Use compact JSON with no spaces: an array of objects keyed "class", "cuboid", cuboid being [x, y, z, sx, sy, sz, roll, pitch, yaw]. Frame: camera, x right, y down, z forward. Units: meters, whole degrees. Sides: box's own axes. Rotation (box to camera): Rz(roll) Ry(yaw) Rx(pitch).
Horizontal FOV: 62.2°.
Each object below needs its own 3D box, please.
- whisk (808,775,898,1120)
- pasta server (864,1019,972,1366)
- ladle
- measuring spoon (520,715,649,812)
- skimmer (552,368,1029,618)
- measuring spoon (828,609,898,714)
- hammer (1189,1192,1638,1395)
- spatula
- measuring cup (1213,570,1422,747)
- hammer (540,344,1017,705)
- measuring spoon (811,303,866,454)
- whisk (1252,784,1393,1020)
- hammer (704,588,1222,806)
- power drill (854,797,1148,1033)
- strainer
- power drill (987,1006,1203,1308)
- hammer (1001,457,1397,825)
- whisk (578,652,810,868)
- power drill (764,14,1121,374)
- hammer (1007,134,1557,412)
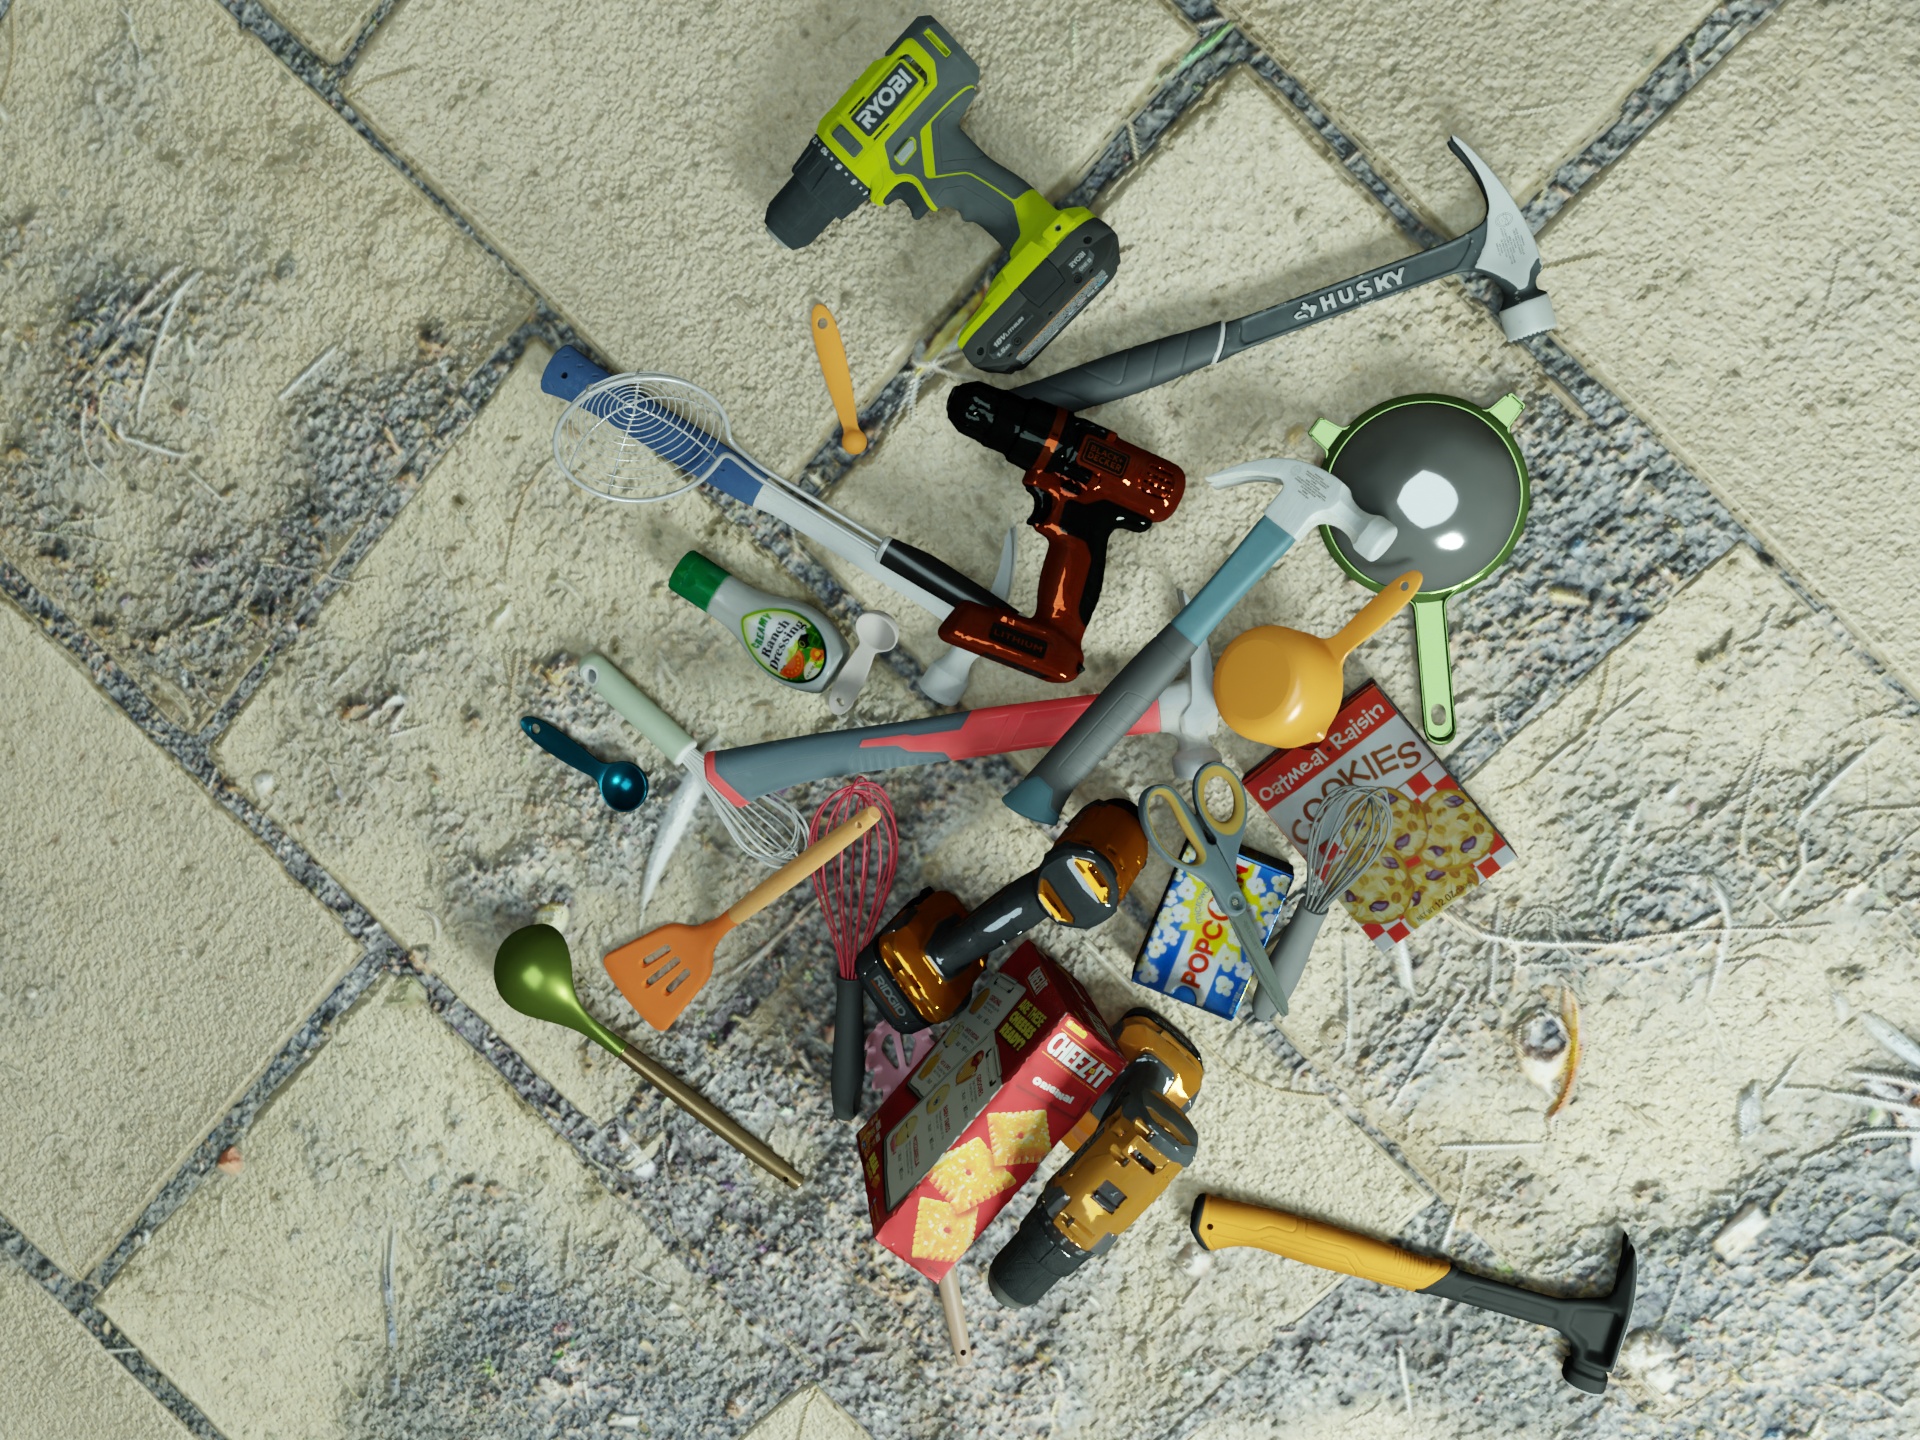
[{"class":"whisk","cuboid":[-0.088,0.186,1.269,0.073,0.073,0.295,5,106,9]},{"class":"pasta server","cuboid":[-0.025,0.386,1.301,0.060,0.040,0.316,-12,99,-6]},{"class":"ladle","cuboid":[-0.257,0.285,1.330,0.320,0.062,0.078,39,112,-5]},{"class":"measuring spoon","cuboid":[-0.307,0.031,1.306,0.129,0.021,0.042,31,103,13]},{"class":"skimmer","cuboid":[-0.121,-0.140,1.166,0.363,0.090,0.127,31,136,1]},{"class":"measuring spoon","cuboid":[-0.076,-0.045,1.224,0.034,0.018,0.124,34,138,1]},{"class":"hammer","cuboid":[0.348,0.422,1.242,0.337,0.034,0.127,13,102,8]},{"class":"spatula","cuboid":[-0.169,0.149,1.255,0.322,0.041,0.081,-37,92,37]},{"class":"measuring cup","cuboid":[0.253,-0.052,1.136,0.173,0.052,0.095,-45,55,30]},{"class":"hammer","cuboid":[-0.141,-0.176,1.228,0.405,0.035,0.144,32,104,4]},{"class":"measuring spoon","cuboid":[-0.095,-0.261,1.217,0.021,0.011,0.117,-13,97,12]},{"class":"whisk","cuboid":[0.259,0.139,1.170,0.055,0.055,0.238,20,126,6]},{"class":"hammer","cuboid":[-0.002,-0.004,1.196,0.386,0.038,0.143,-8,97,0]},{"class":"power drill","cuboid":[0.043,0.136,1.199,0.226,0.164,0.084,-34,93,26]},{"class":"strainer","cuboid":[0.336,-0.105,1.136,0.151,0.069,0.256,-5,97,11]},{"class":"power drill","cuboid":[0.100,0.321,1.170,0.084,0.226,0.185,40,104,2]},{"class":"hammer","cuboid":[0.152,-0.050,1.142,0.128,0.033,0.331,45,99,20]},{"class":"whisk","cuboid":[-0.213,0.031,1.272,0.246,0.059,0.057,42,121,6]},{"class":"power drill","cuboid":[-0.016,-0.362,1.154,0.190,0.080,0.228,-44,87,14]},{"class":"hammer","cuboid":[0.204,-0.285,1.148,0.409,0.036,0.149,-17,95,13]}]
